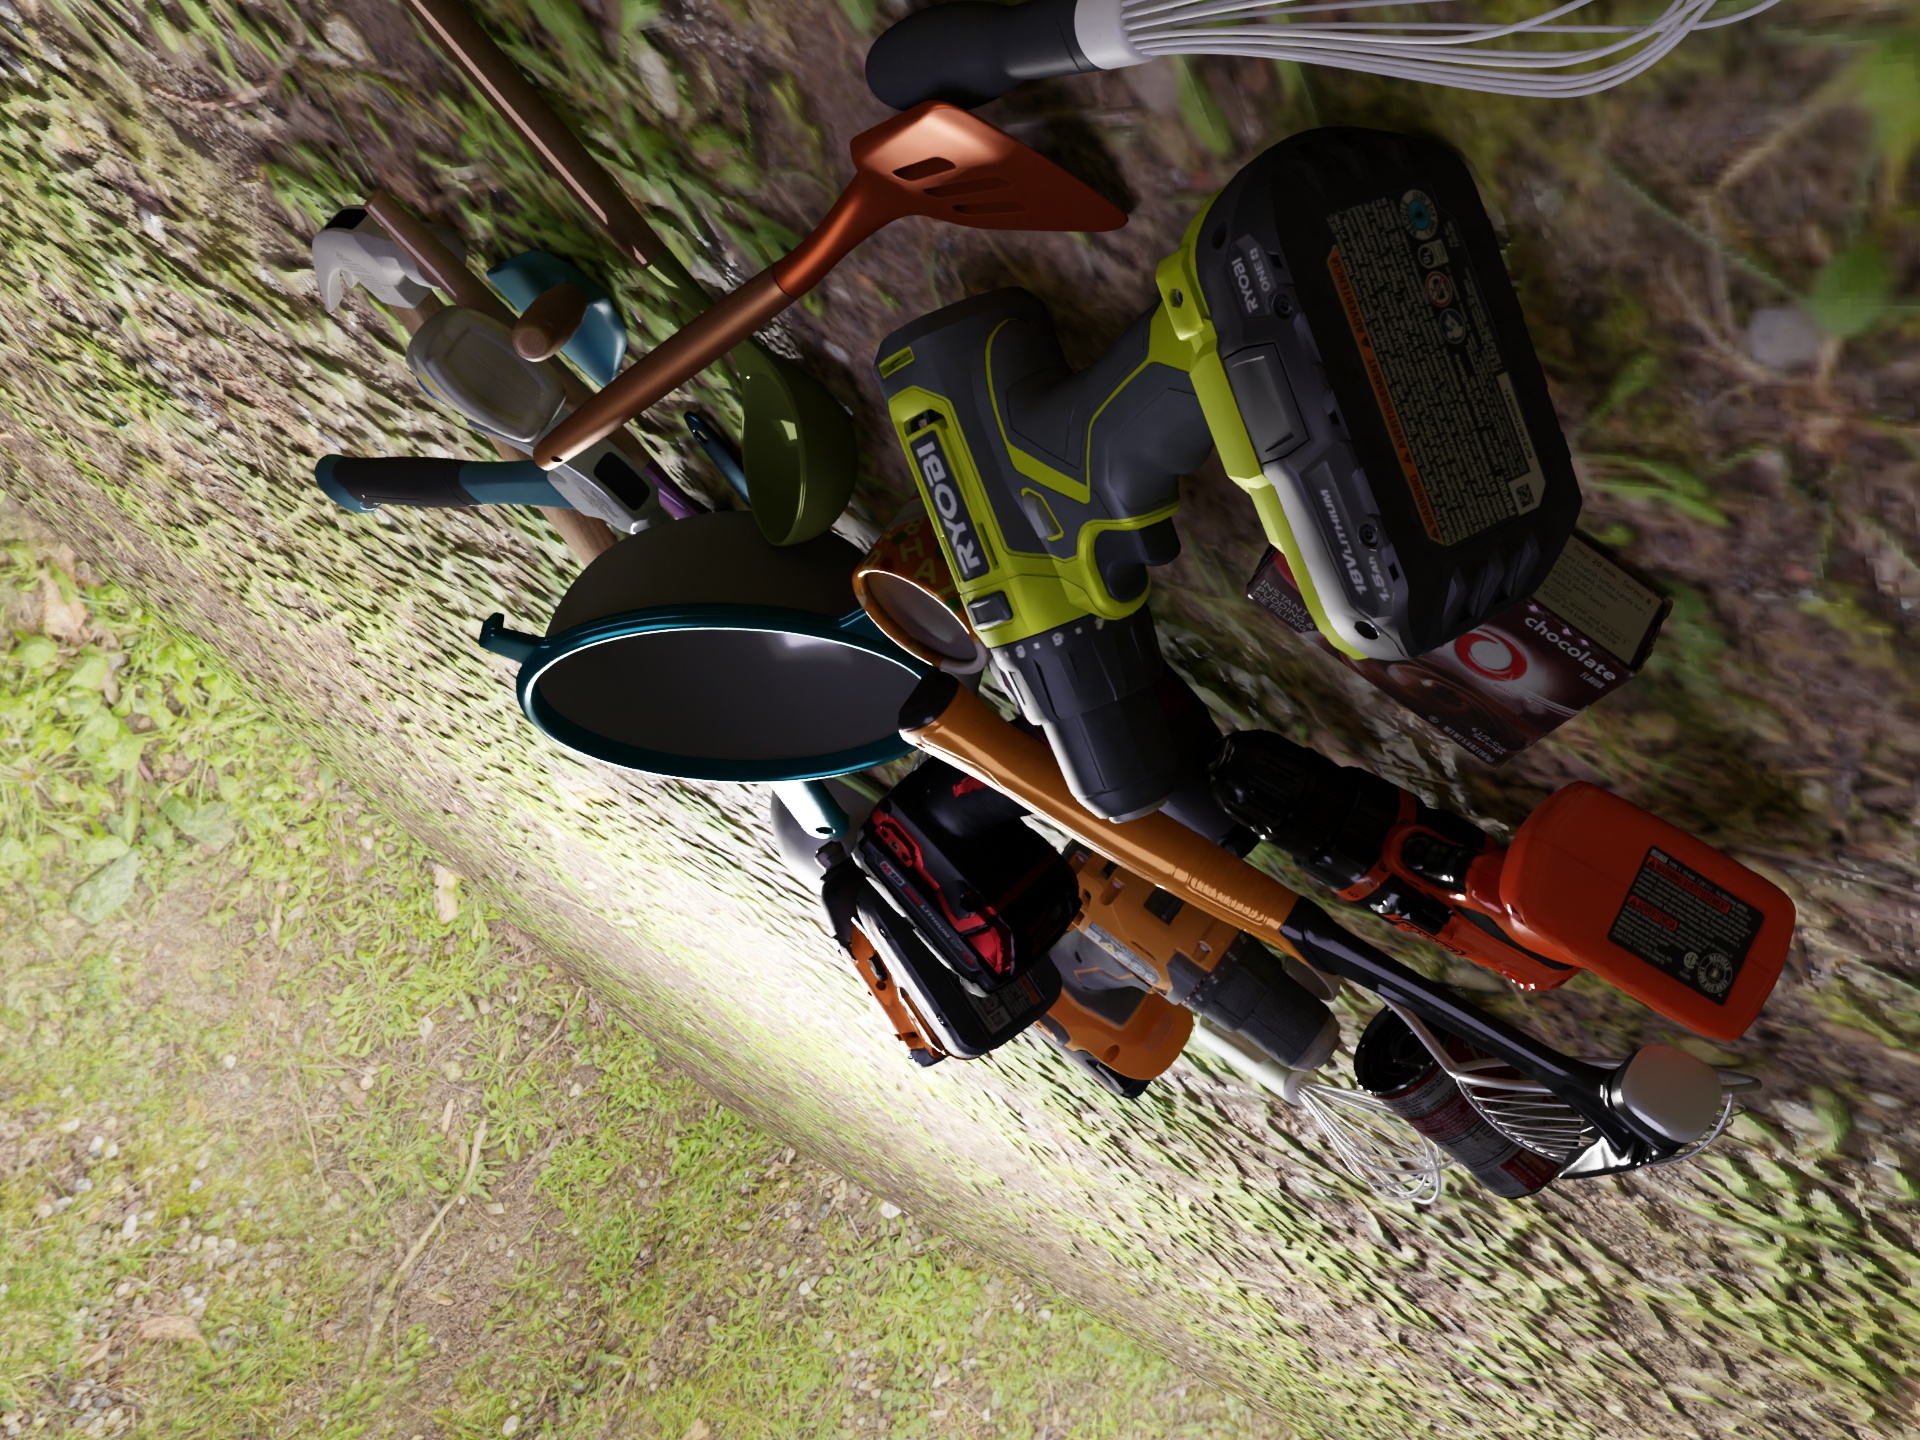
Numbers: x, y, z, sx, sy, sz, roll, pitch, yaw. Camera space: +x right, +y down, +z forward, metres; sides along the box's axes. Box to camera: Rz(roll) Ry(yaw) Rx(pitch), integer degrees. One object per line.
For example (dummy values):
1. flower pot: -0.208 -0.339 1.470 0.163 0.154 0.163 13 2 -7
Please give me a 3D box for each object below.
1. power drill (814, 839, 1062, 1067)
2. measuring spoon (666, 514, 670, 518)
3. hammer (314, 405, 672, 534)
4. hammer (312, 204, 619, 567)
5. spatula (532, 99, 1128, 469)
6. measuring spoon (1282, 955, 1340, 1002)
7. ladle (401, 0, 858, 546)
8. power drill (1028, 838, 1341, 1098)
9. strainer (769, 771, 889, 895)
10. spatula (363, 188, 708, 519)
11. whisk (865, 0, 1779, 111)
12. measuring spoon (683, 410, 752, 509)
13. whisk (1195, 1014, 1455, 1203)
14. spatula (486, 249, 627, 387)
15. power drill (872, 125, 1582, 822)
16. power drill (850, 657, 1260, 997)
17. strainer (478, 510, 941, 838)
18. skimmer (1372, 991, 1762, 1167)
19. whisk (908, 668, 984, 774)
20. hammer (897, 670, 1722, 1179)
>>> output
1. power drill: -0.029 0.135 0.994 0.164 0.084 0.226 56 162 3
2. measuring spoon: -0.166 -0.089 0.961 0.021 0.011 0.116 23 156 28
3. hammer: -0.283 -0.136 0.916 0.331 0.033 0.128 9 149 44
4. hammer: -0.256 -0.158 0.923 0.130 0.031 0.331 20 154 34
5. spatula: -0.079 -0.146 0.591 0.081 0.041 0.322 18 155 -38
6. measuring spoon: 0.191 0.147 0.933 0.034 0.018 0.124 48 165 -1
7. ladle: -0.152 -0.201 0.648 0.320 0.062 0.078 48 166 -23
8. power drill: 0.121 0.162 0.965 0.185 0.084 0.226 37 155 9
9. strainer: -0.079 0.119 1.189 0.151 0.069 0.256 24 155 26
10. spatula: -0.183 -0.150 0.828 0.315 0.018 0.060 46 170 -35
11. whisk: 0.062 -0.177 0.387 0.285 0.070 0.070 16 152 49
12. measuring spoon: -0.112 -0.108 0.825 0.042 0.021 0.128 17 154 39
13. whisk: 0.211 0.224 0.965 0.246 0.058 0.059 23 130 66
14. spatula: -0.172 -0.164 0.665 0.082 0.044 0.318 44 -174 -19
15. power drill: 0.070 -0.063 0.500 0.228 0.080 0.190 -12 101 60
16. power drill: 0.045 0.043 0.761 0.143 0.078 0.219 48 142 5
17. strainer: -0.102 -0.023 0.854 0.211 0.095 0.340 -4 160 6
18. skimmer: 0.193 0.083 0.757 0.363 0.090 0.127 40 -173 18
19. whisk: 0.000 -0.002 0.858 0.055 0.055 0.238 30 154 14
20. hammer: 0.121 0.076 0.637 0.337 0.034 0.127 30 163 15
